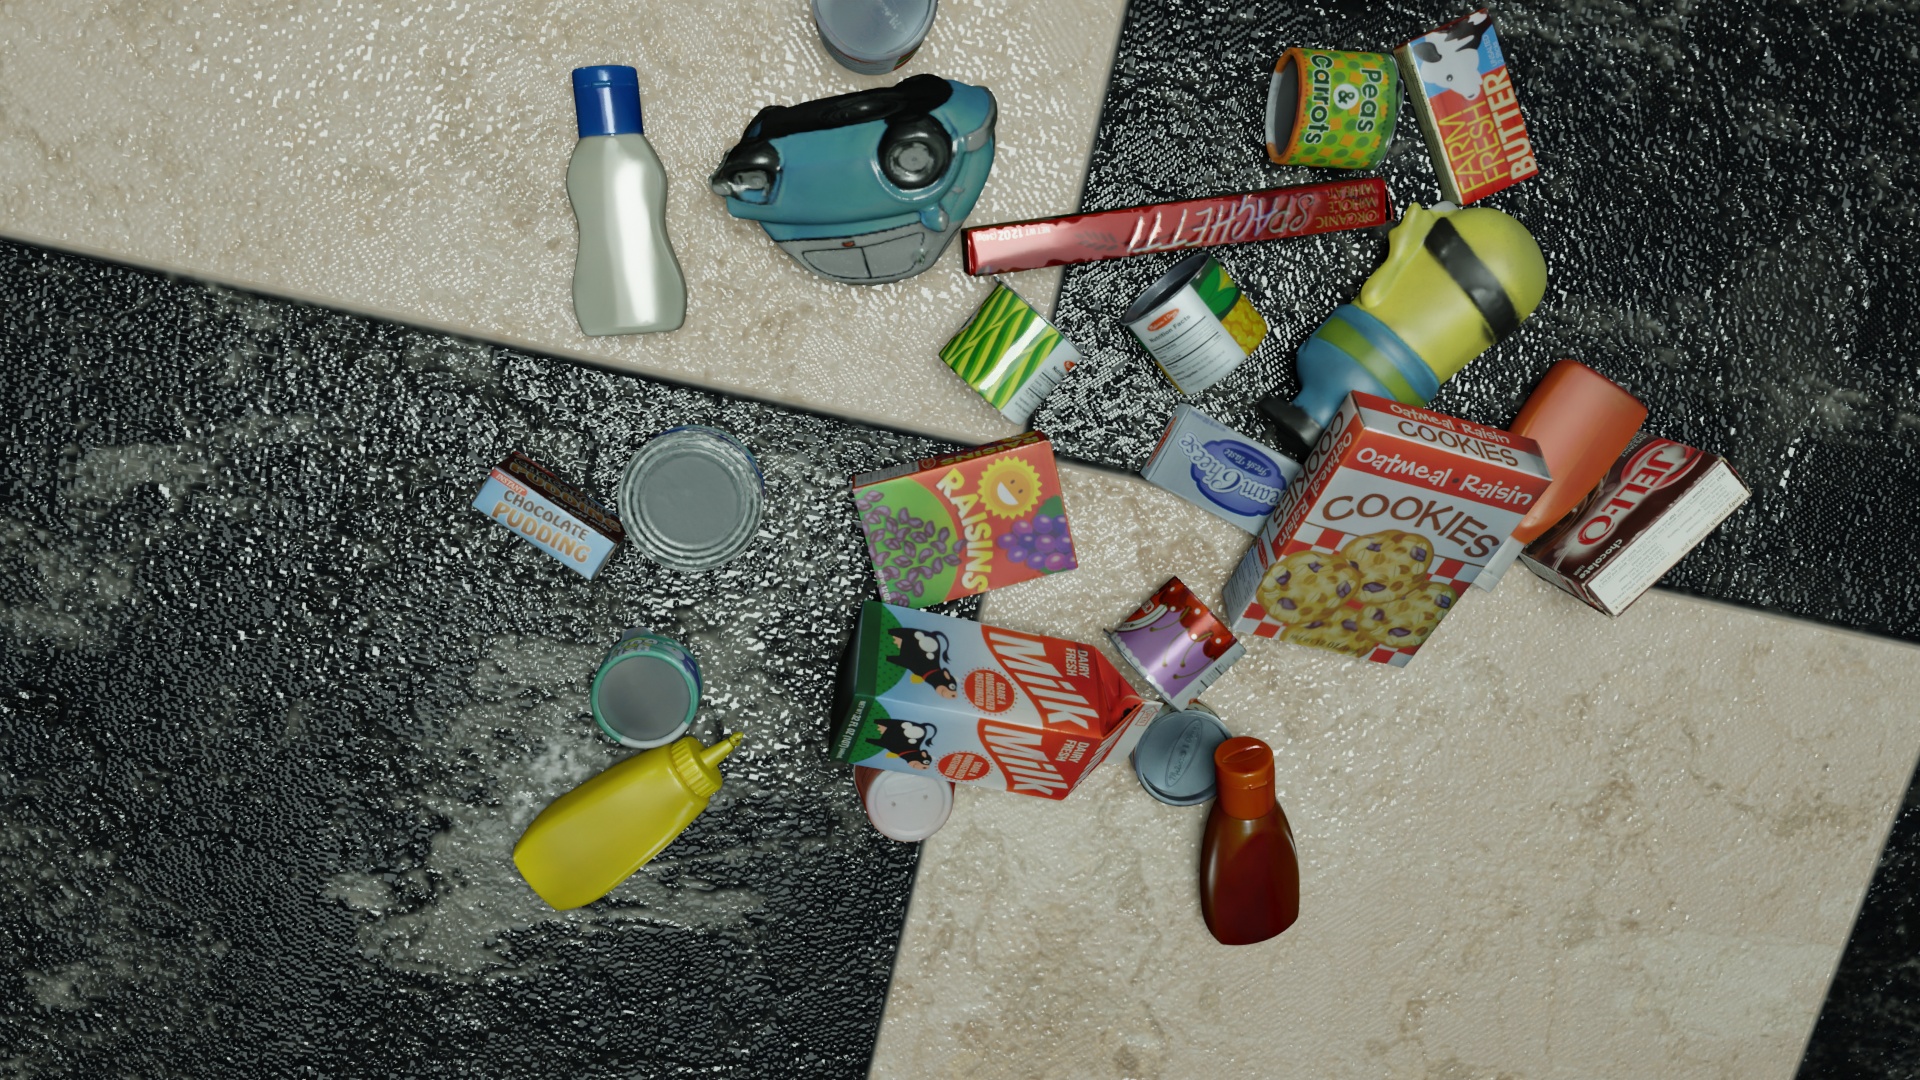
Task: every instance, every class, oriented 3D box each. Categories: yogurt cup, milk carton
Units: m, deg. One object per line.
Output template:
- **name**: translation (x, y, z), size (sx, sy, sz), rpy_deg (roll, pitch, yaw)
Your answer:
- **yogurt cup**: translation (-0.034, 0.155, 0.880), size (0.072, 0.054, 0.072), rpy_deg (-1, 102, -5)
- **milk carton**: translation (0.022, 0.102, 0.847), size (0.191, 0.074, 0.072), rpy_deg (13, 136, -12)

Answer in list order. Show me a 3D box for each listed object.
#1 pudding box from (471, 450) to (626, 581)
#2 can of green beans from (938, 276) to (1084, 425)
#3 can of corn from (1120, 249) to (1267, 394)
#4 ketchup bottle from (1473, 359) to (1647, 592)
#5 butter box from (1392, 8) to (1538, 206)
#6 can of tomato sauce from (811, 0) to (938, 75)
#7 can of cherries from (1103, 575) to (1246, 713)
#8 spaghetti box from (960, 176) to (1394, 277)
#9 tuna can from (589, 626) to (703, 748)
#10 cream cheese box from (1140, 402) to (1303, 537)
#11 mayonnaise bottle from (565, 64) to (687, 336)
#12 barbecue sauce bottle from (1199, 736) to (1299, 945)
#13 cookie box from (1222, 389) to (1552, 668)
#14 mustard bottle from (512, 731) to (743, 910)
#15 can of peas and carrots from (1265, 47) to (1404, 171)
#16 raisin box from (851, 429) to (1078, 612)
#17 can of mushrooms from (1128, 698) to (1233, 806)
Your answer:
- **pudding box**: translation (-0.242, -0.015, 0.826), size (0.083, 0.050, 0.030), rpy_deg (35, 100, -11)
- **can of green beans**: translation (0.029, -0.110, 0.819), size (0.071, 0.071, 0.057), rpy_deg (40, 97, -12)
- **can of corn**: translation (0.140, -0.130, 0.826), size (0.071, 0.071, 0.058), rpy_deg (-41, 104, 5)
- **ketchup bottle**: translation (0.362, -0.037, 0.875), size (0.065, 0.043, 0.148), rpy_deg (32, 98, -4)
- **butter box**: translation (0.303, -0.257, 0.831), size (0.053, 0.024, 0.103), rpy_deg (-24, 103, 1)
- **can of tomato sauce**: translation (-0.047, -0.295, 0.762), size (0.071, 0.083, 0.071), rpy_deg (-1, 103, -5)
- **can of cherries**: translation (0.134, 0.062, 0.867), size (0.058, 0.071, 0.071), rpy_deg (-44, 103, 5)
- **spaghetti box**: translation (0.125, -0.185, 0.818), size (0.250, 0.050, 0.028), rpy_deg (-8, 105, -3)
- **tuna can**: translation (-0.195, 0.091, 0.862), size (0.071, 0.033, 0.071), rpy_deg (-1, 103, -5)
- **cream cheese box**: translation (0.171, -0.040, 0.868), size (0.104, 0.024, 0.053), rpy_deg (26, 100, -10)
- **mayonnaise bottle**: translation (-0.195, -0.193, 0.795), size (0.065, 0.041, 0.147), rpy_deg (-5, 102, -5)
- **barbecue sauce bottle**: translation (0.184, 0.193, 0.889), size (0.065, 0.044, 0.147), rpy_deg (-16, 123, -10)
- **cookie box**: translation (0.251, -0.003, 0.834), size (0.123, 0.040, 0.166), rpy_deg (13, 130, -13)
- **mustard bottle**: translation (-0.200, 0.166, 0.871), size (0.160, 0.049, 0.065), rpy_deg (-34, 104, 2)
- **can of peas and carrots**: translation (0.214, -0.249, 0.801), size (0.059, 0.071, 0.070), rpy_deg (2, 103, -5)
- **raisin box**: translation (0.003, -0.011, 0.853), size (0.123, 0.040, 0.086), rpy_deg (-14, 103, 0)
- **can of mushrooms**: translation (0.145, 0.137, 0.901), size (0.071, 0.033, 0.071), rpy_deg (-1, 102, -5)
